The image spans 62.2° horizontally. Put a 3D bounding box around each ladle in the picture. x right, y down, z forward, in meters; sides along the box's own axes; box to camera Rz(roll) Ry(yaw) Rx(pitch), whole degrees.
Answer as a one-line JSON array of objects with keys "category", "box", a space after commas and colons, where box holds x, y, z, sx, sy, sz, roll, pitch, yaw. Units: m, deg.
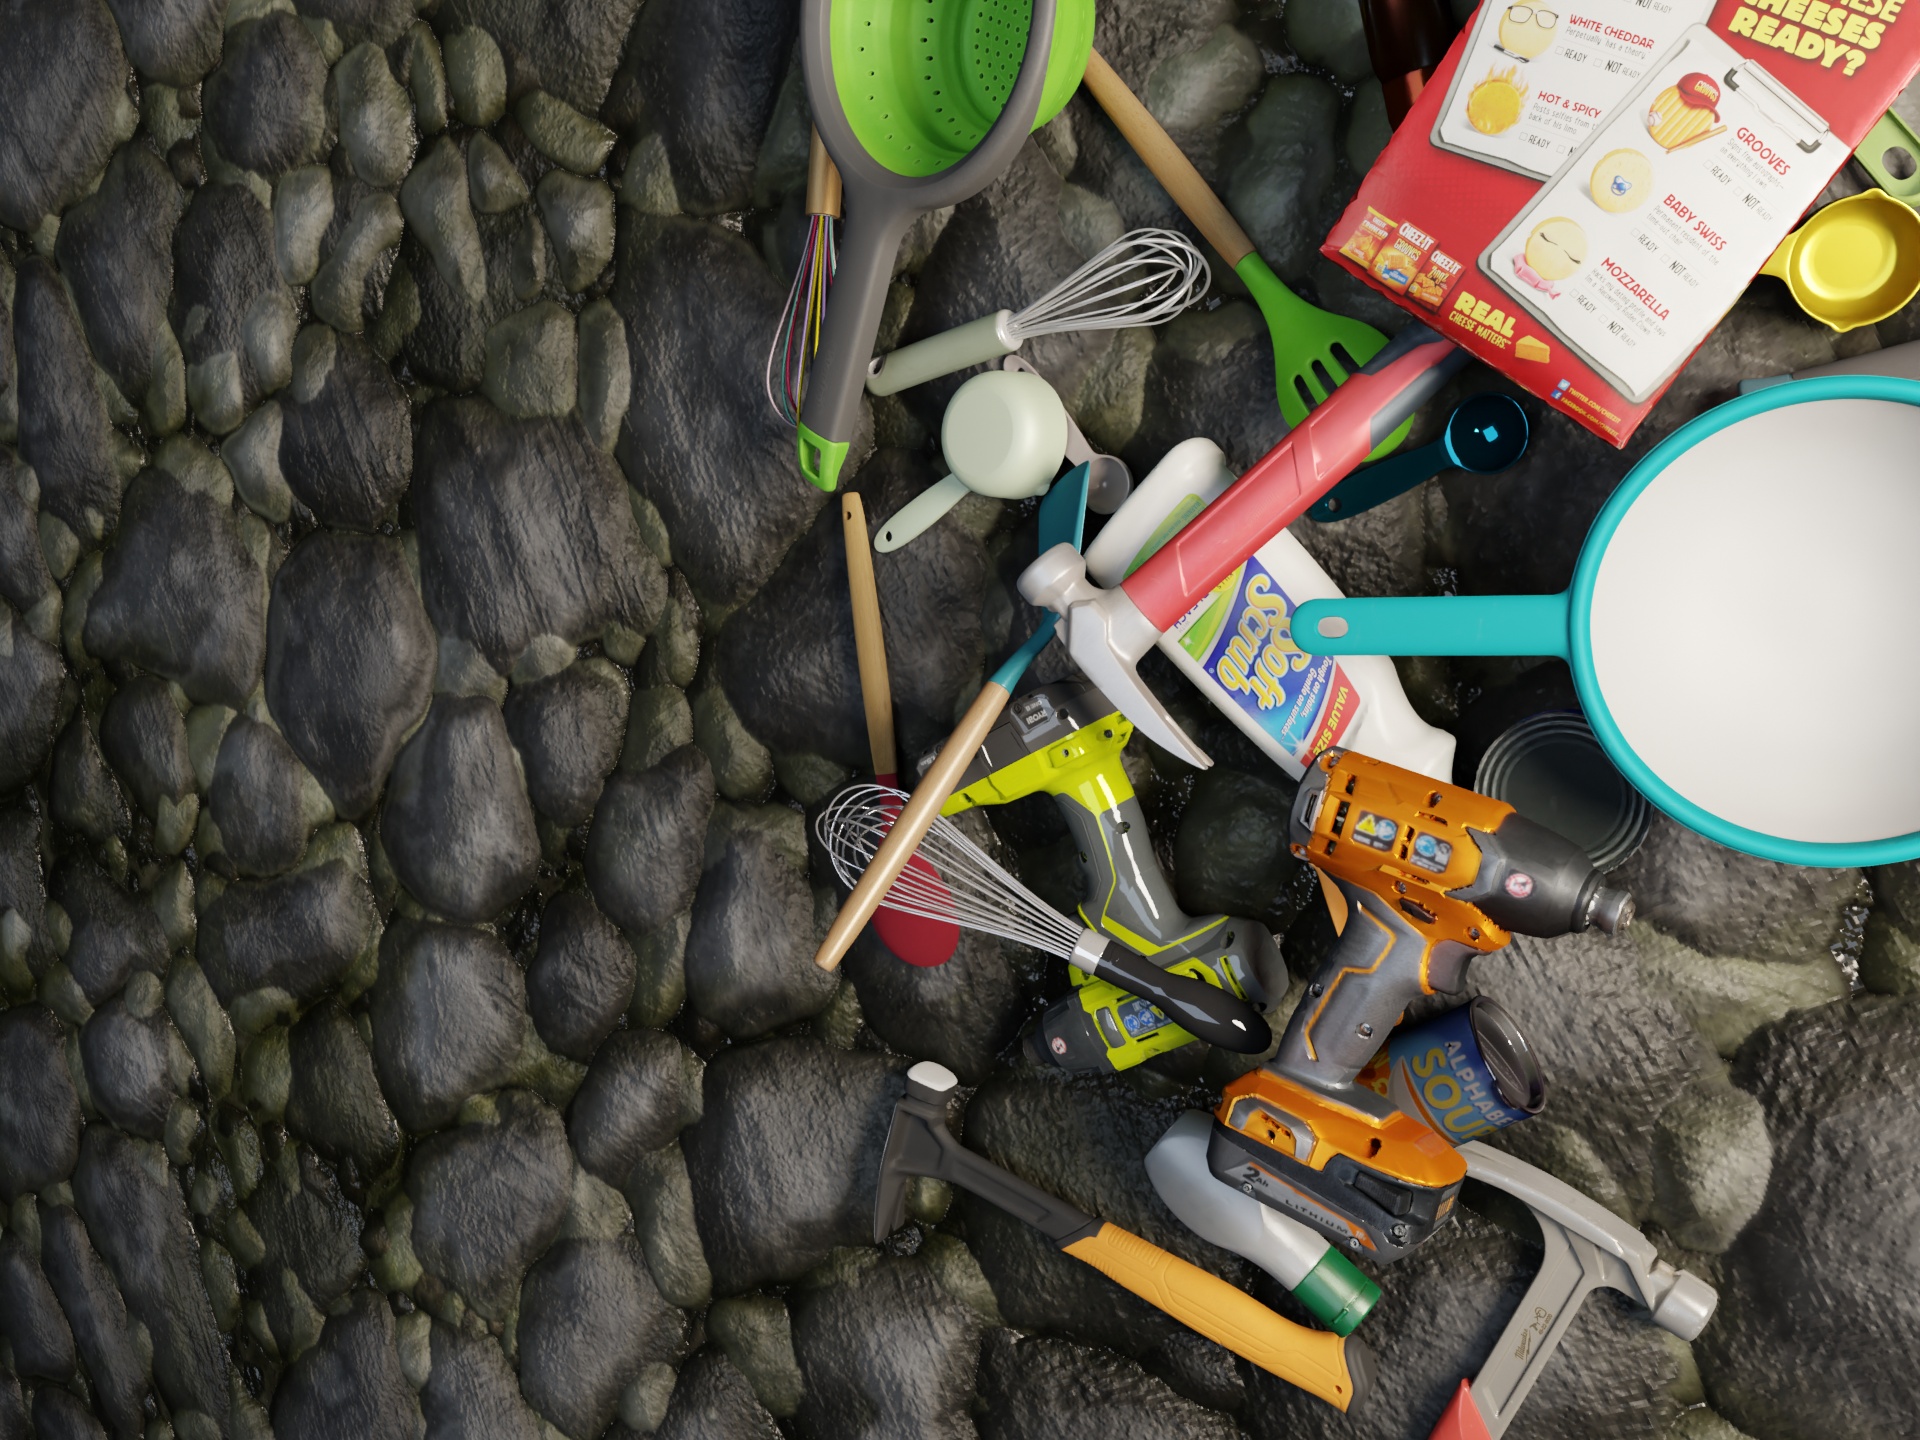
[{"category": "ladle", "box": [-0.050, 0.009, 1.036, 0.069, 0.031, 0.315, -7, 92, 33]}]

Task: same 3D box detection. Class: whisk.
[{"category": "whisk", "box": [0.043, 0.115, 0.894, 0.285, 0.070, 0.070, 26, 111, 13]}, {"category": "whisk", "box": [-0.088, -0.296, 1.003, 0.051, 0.047, 0.245, 10, 99, 31]}, {"category": "whisk", "box": [0.036, -0.231, 0.932, 0.246, 0.059, 0.058, -10, 59, 39]}]

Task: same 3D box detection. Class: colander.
[{"category": "colander", "box": [-0.014, -0.321, 0.925, 0.205, 0.094, 0.396, 39, 125, 35]}]

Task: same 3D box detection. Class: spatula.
[{"category": "spatula", "box": [-0.001, -0.003, 0.889, 0.044, 0.082, 0.317, 35, 73, -9]}]

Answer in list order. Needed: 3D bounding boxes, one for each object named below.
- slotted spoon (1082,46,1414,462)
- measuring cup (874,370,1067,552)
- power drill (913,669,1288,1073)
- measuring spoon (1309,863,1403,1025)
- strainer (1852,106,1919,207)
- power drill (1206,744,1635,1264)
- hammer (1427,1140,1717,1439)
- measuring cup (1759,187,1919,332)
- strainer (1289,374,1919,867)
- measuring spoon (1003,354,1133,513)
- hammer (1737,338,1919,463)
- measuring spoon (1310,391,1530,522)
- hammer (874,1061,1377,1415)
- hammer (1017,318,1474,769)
[{"category": "slotted spoon", "box": [0.141, -0.271, 0.878, 0.070, 0.031, 0.314, -42, 74, 32]}, {"category": "measuring cup", "box": [-0.008, -0.150, 0.972, 0.167, 0.038, 0.083, -34, 72, 35]}, {"category": "power drill", "box": [0.071, 0.096, 0.948, 0.171, 0.080, 0.223, -29, 86, 30]}, {"category": "measuring spoon", "box": [0.223, 0.117, 0.897, 0.021, 0.011, 0.117, -25, 88, 31]}, {"category": "strainer", "box": [0.351, -0.335, 0.714, 0.151, 0.069, 0.256, -39, 75, 29]}, {"category": "power drill", "box": [0.222, 0.143, 0.785, 0.164, 0.084, 0.226, 20, 101, 33]}, {"category": "hammer", "box": [0.269, 0.414, 0.897, 0.149, 0.036, 0.359, 30, 111, 24]}, {"category": "measuring cup", "box": [0.356, -0.216, 0.731, 0.156, 0.029, 0.062, 11, 113, 19]}, {"category": "strainer", "box": [0.333, -0.047, 0.747, 0.340, 0.095, 0.211, 1, 97, 27]}, {"category": "measuring spoon", "box": [0.065, -0.173, 0.948, 0.034, 0.018, 0.124, -48, 66, 33]}, {"category": "hammer", "box": [0.509, -0.169, 0.665, 0.331, 0.033, 0.128, -12, 92, 32]}, {"category": "measuring spoon", "box": [0.244, -0.135, 0.845, 0.128, 0.021, 0.042, -24, 86, 41]}, {"category": "hammer", "box": [0.094, 0.339, 0.993, 0.337, 0.034, 0.127, 21, 107, 27]}, {"category": "hammer", "box": [0.213, -0.144, 0.798, 0.386, 0.038, 0.143, -42, 82, 16]}]
